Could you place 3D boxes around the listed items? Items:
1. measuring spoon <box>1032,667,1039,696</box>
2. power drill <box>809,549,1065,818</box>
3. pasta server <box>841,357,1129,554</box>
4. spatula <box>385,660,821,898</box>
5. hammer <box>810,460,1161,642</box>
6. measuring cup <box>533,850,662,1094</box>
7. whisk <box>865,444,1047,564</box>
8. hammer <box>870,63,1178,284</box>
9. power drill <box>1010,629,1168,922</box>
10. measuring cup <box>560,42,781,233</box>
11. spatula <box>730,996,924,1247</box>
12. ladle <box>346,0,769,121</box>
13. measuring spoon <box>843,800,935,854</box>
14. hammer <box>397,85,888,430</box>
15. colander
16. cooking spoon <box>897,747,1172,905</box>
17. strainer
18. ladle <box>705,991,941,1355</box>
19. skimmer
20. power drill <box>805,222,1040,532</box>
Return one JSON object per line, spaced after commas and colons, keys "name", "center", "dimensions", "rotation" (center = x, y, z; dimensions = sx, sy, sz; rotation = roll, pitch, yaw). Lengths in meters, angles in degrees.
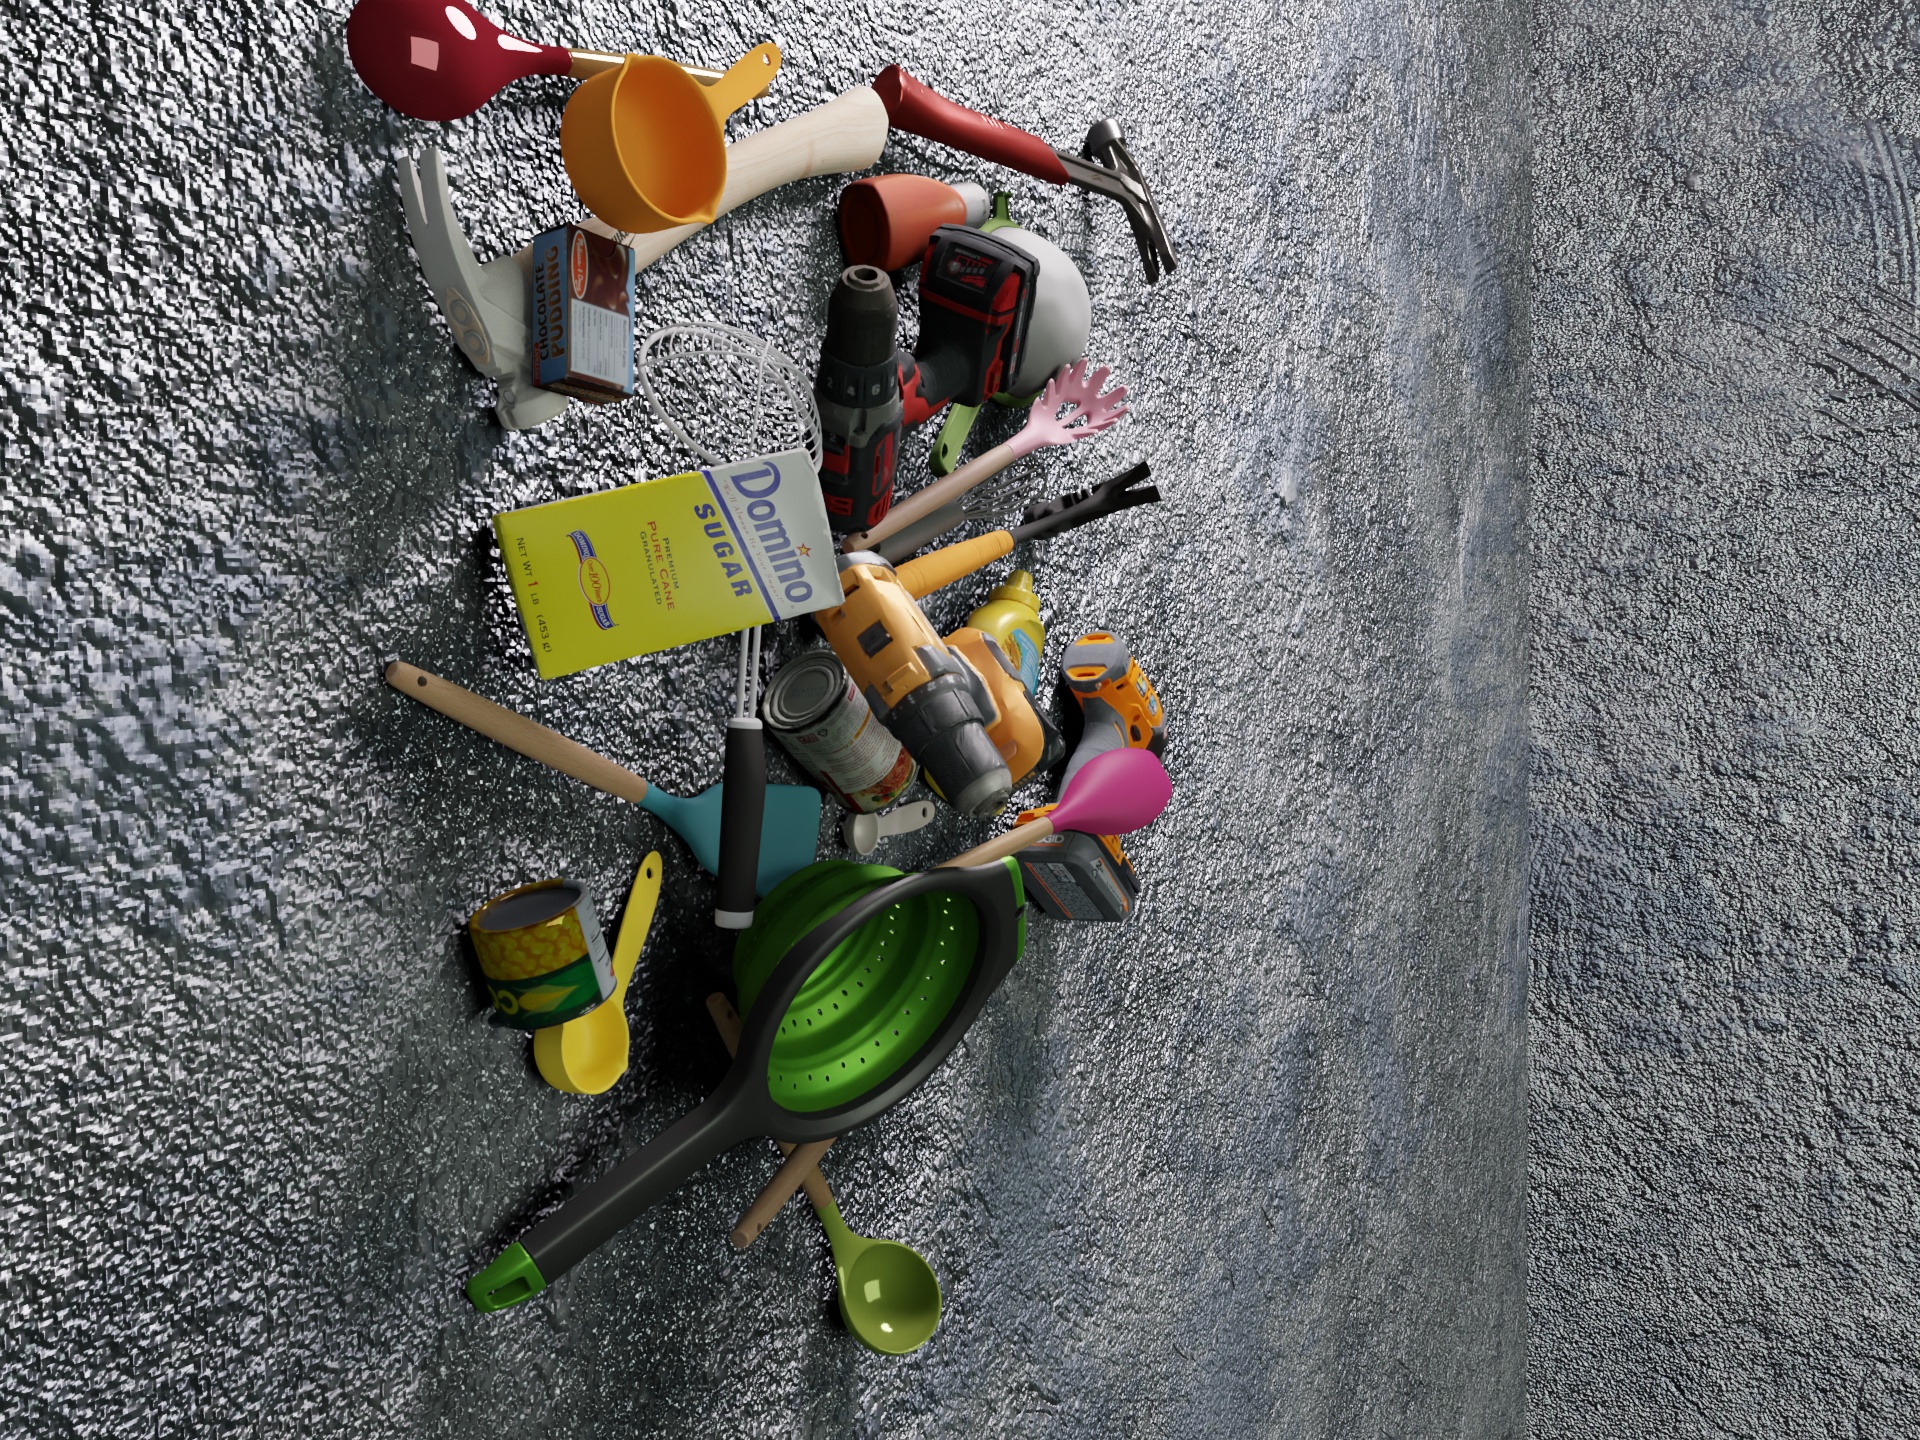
{"name": "measuring spoon", "center": [0.043, 0.004, 1.309], "dimensions": [0.042, 0.021, 0.129], "rotation": [90, 14, -51]}
{"name": "power drill", "center": [-0.002, -0.003, 1.046], "dimensions": [0.185, 0.084, 0.226], "rotation": [56, 9, 22]}
{"name": "pasta server", "center": [0.022, -0.195, 1.188], "dimensions": [0.060, 0.040, 0.316], "rotation": [50, 50, 4]}
{"name": "spatula", "center": [-0.196, 0.030, 0.919], "dimensions": [0.317, 0.044, 0.082], "rotation": [34, 59, -51]}
{"name": "hammer", "center": [0.015, -0.125, 1.184], "dimensions": [0.337, 0.127, 0.034], "rotation": [-29, 100, -46]}
{"name": "measuring cup", "center": [-0.208, 0.144, 0.930], "dimensions": [0.062, 0.029, 0.157], "rotation": [55, 36, -42]}
{"name": "whisk", "center": [-0.009, -0.159, 1.198], "dimensions": [0.239, 0.055, 0.055], "rotation": [-35, 119, -46]}
{"name": "hammer", "center": [0.054, -0.442, 1.260], "dimensions": [0.359, 0.036, 0.149], "rotation": [-7, 75, -53]}
{"name": "power drill", "center": [0.124, 0.058, 1.376], "dimensions": [0.164, 0.084, 0.227], "rotation": [52, 46, -44]}
{"name": "measuring cup", "center": [-0.159, -0.338, 0.895], "dimensions": [0.095, 0.052, 0.174], "rotation": [63, 40, -32]}
{"name": "spatula", "center": [-0.079, 0.259, 1.077], "dimensions": [0.316, 0.018, 0.059], "rotation": [-41, 123, -64]}
{"name": "ladle", "center": [-0.208, -0.370, 0.904], "dimensions": [0.315, 0.031, 0.069], "rotation": [-26, 113, -55]}
{"name": "measuring spoon", "center": [-0.053, 0.074, 1.169], "dimensions": [0.124, 0.018, 0.034], "rotation": [-11, 100, -63]}
{"name": "hammer", "center": [-0.164, -0.325, 0.963], "dimensions": [0.411, 0.038, 0.146], "rotation": [-49, 129, -45]}
{"name": "colander", "center": [-0.135, 0.196, 0.958], "dimensions": [0.397, 0.095, 0.204], "rotation": [-34, 141, -25]}
{"name": "cooking spoon", "center": [0.048, 0.090, 1.226], "dimensions": [0.319, 0.017, 0.069], "rotation": [-22, 79, -34]}
{"name": "strainer", "center": [0.044, -0.288, 1.248], "dimensions": [0.151, 0.069, 0.256], "rotation": [55, 46, -42]}
{"name": "ladle", "center": [-0.093, 0.308, 1.075], "dimensions": [0.078, 0.062, 0.320], "rotation": [-52, 129, -45]}
{"name": "skimmer", "center": [-0.144, -0.061, 0.964], "dimensions": [0.127, 0.090, 0.363], "rotation": [2, 92, -46]}
{"name": "power drill", "center": [-0.031, -0.254, 1.077], "dimensions": [0.227, 0.080, 0.187], "rotation": [-53, 161, -40]}
